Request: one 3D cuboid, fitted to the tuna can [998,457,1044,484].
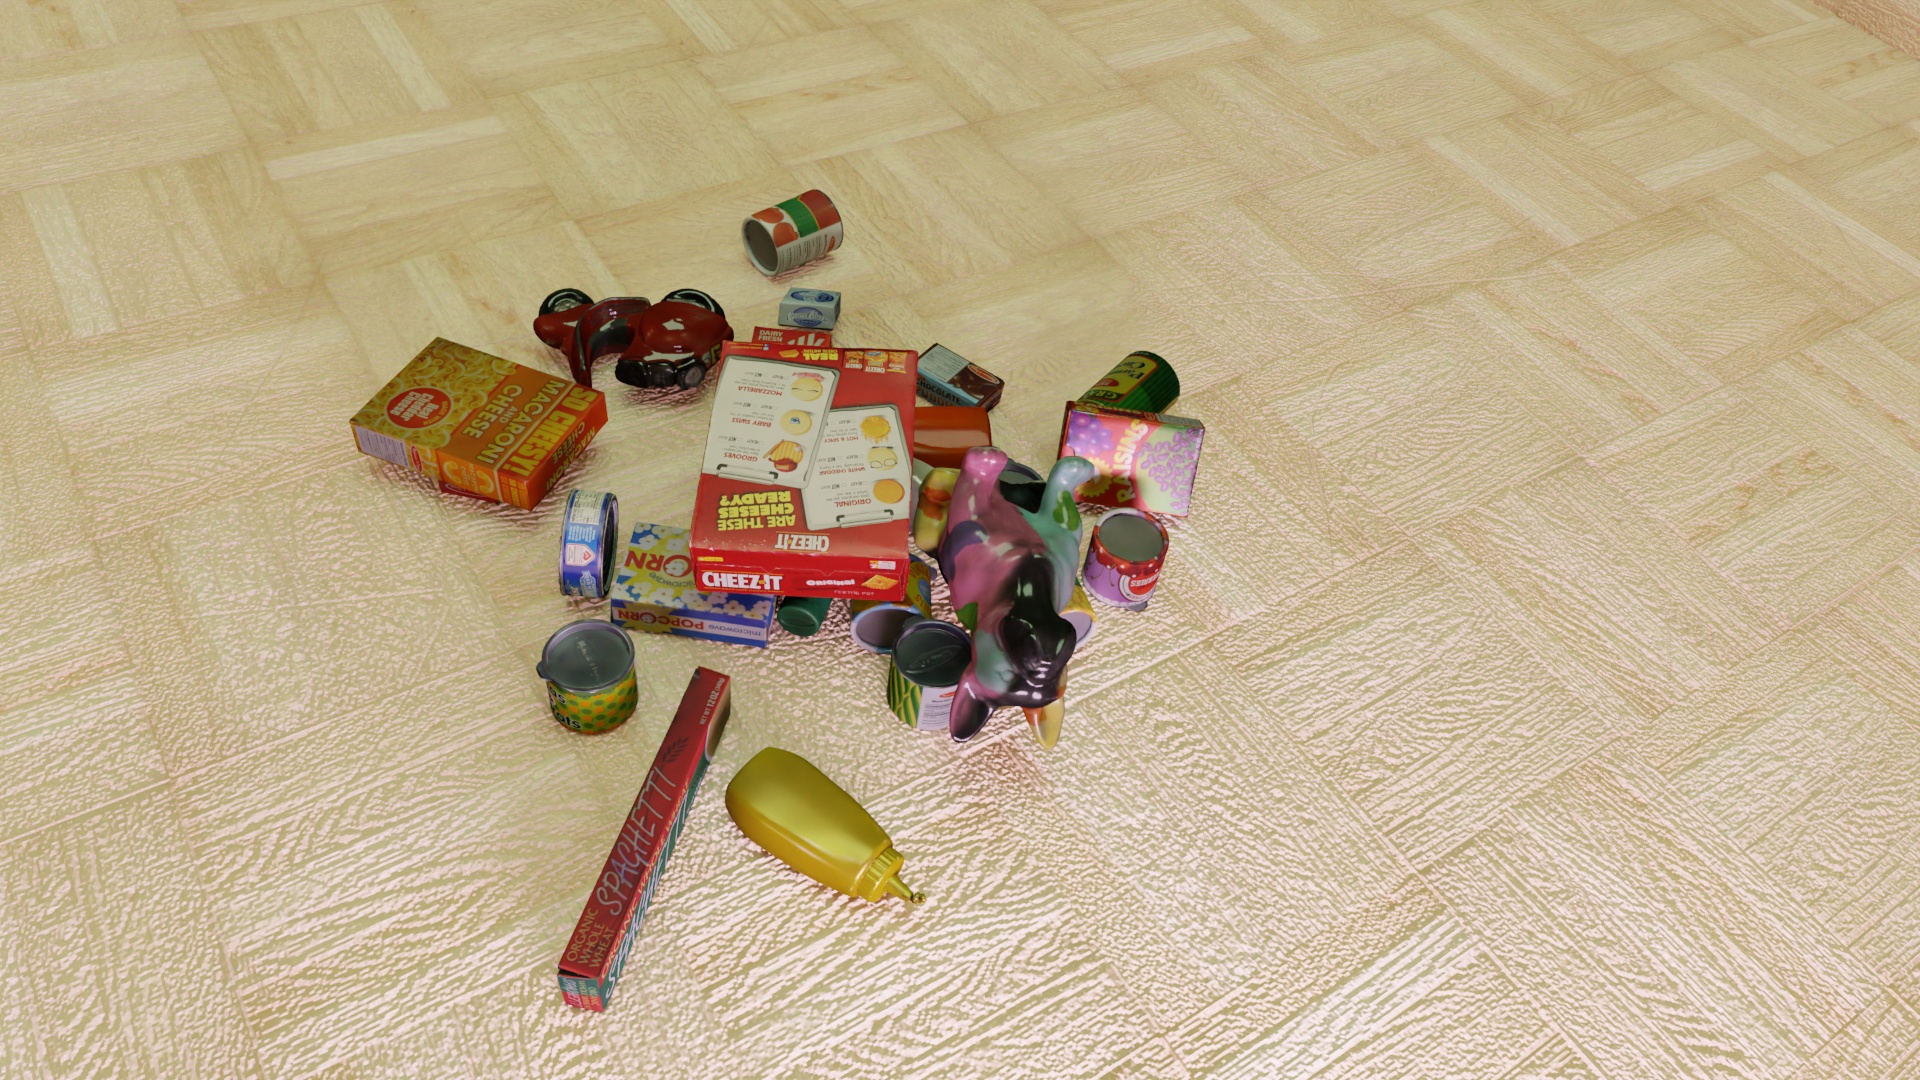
[{"bbox_3d":[0.042,-0.038,1.233,0.071,0.032,0.071,5,47,-5],"label":"tuna can"}]

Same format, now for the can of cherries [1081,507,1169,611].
[{"bbox_3d":[0.142,0.016,1.184,0.071,0.058,0.072,5,47,-5],"label":"can of cherries"}]

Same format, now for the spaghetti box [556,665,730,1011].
[{"bbox_3d":[-0.213,0.200,0.961,0.029,0.049,0.251,14,47,4],"label":"spaghetti box"}]

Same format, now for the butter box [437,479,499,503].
[{"bbox_3d":[-0.405,-0.080,1.200,0.053,0.024,0.104,12,47,2],"label":"butter box"}]

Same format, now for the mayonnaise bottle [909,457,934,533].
[{"bbox_3d":[0.004,-0.015,1.188,0.148,0.064,0.041,28,47,10],"label":"mayonnaise bottle"}]

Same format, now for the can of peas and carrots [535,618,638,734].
[{"bbox_3d":[-0.277,0.103,1.033,0.071,0.058,0.071,4,48,-5],"label":"can of peas and carrots"}]

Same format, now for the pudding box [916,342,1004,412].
[{"bbox_3d":[-0.006,-0.150,1.329,0.084,0.030,0.050,31,49,18],"label":"pudding box"}]

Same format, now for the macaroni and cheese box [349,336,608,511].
[{"bbox_3d":[-0.403,-0.100,1.174,0.166,0.040,0.124,19,48,10],"label":"macaroni and cheese box"}]

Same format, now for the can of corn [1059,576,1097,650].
[{"bbox_3d":[0.069,0.055,1.129,0.071,0.070,0.058,-10,51,-18],"label":"can of corn"}]

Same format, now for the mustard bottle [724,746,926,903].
[{"bbox_3d":[-0.090,0.210,0.973,0.160,0.048,0.065,33,51,19],"label":"mustard bottle"}]

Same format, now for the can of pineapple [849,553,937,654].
[{"bbox_3d":[-0.054,0.050,1.113,0.071,0.070,0.058,3,49,-7],"label":"can of pineapple"}]

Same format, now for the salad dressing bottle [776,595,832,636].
[{"bbox_3d":[-0.110,0.014,1.151,0.064,0.043,0.148,5,46,15],"label":"salad dressing bottle"}]

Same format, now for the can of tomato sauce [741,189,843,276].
[{"bbox_3d":[-0.174,-0.317,1.428,0.083,0.070,0.071,-32,60,-31],"label":"can of tomato sauce"}]

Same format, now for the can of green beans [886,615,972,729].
[{"bbox_3d":[-0.023,0.104,1.075,0.071,0.057,0.071,5,48,-5],"label":"can of green beans"}]

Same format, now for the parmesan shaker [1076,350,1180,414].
[{"bbox_3d":[0.152,-0.128,1.314,0.071,0.071,0.103,32,50,19],"label":"parmesan shaker"}]

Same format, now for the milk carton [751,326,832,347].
[{"bbox_3d":[-0.158,-0.130,1.255,0.072,0.073,0.191,6,47,-3],"label":"milk carton"}]

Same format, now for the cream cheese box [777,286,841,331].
[{"bbox_3d":[-0.146,-0.225,1.348,0.053,0.024,0.104,5,18,-3],"label":"cream cheese box"}]

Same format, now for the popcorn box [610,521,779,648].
[{"bbox_3d":[-0.209,0.035,1.119,0.127,0.038,0.085,9,48,-2],"label":"popcorn box"}]

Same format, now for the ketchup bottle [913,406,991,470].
[{"bbox_3d":[-0.048,-0.094,1.262,0.149,0.043,0.065,1,47,-9],"label":"ketchup bottle"}]

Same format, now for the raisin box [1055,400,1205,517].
[{"bbox_3d":[0.149,-0.073,1.245,0.123,0.085,0.040,8,19,-2],"label":"raisin box"}]
